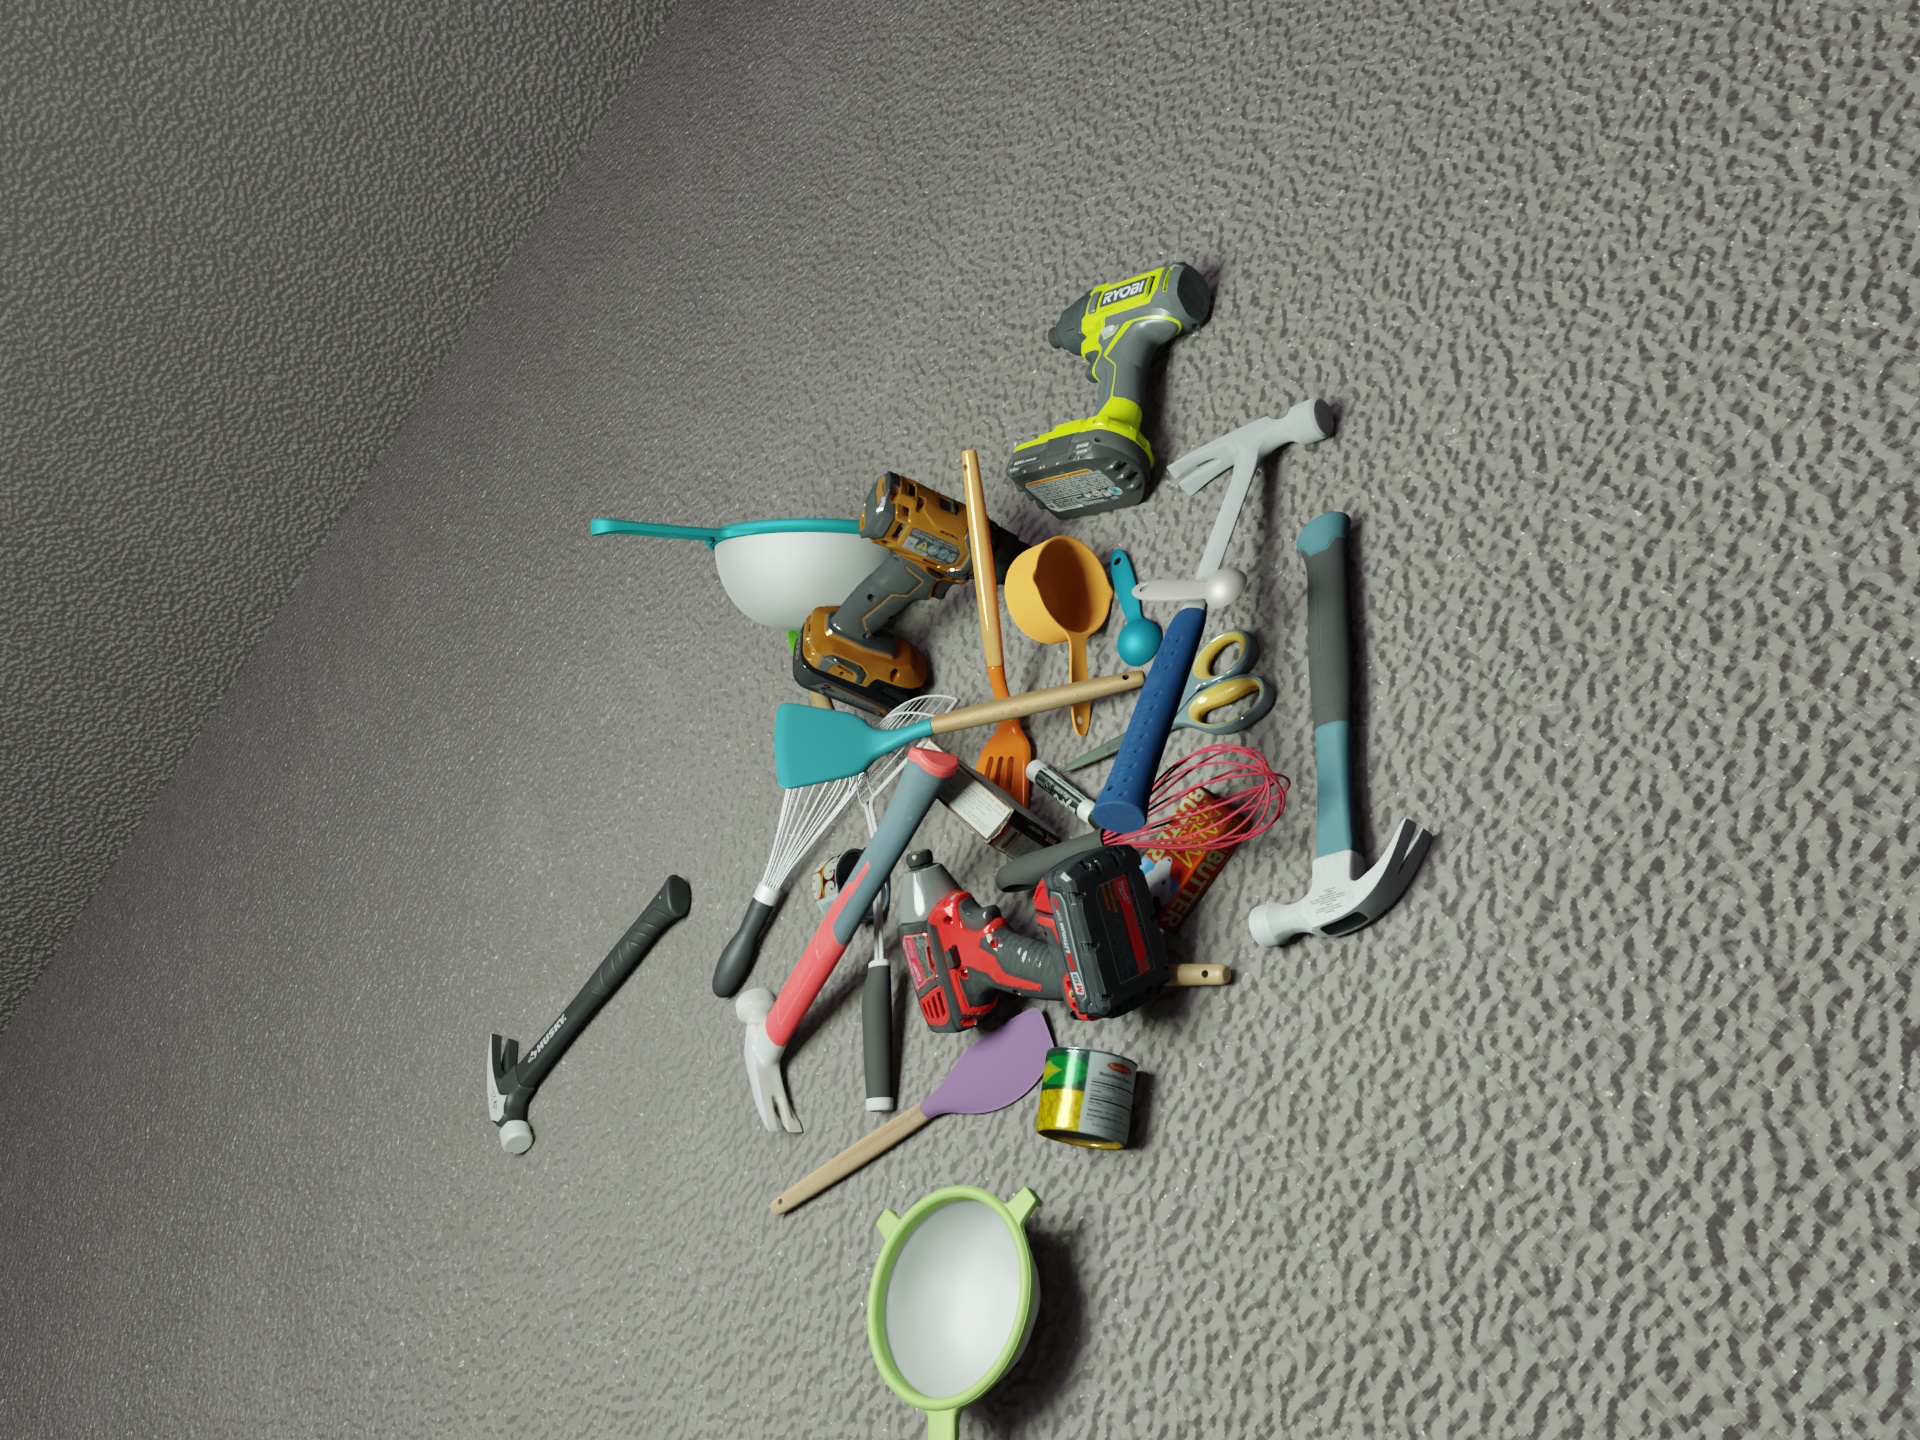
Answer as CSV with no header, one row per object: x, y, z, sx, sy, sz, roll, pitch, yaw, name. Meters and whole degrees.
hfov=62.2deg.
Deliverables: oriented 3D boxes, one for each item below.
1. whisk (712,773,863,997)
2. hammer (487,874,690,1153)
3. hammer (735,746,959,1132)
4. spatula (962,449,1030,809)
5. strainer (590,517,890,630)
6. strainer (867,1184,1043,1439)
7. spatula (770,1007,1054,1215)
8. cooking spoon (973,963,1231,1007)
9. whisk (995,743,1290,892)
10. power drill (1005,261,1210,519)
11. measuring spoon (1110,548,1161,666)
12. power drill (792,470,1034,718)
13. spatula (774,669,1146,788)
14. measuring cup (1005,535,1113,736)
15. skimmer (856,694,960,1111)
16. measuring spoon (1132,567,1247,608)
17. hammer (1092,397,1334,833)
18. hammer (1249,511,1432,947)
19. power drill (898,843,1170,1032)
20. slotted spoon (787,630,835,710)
-0.172,0.136,1.518,0.070,0.070,0.284,29,94,52,whisk
-0.395,0.292,1.682,0.334,0.035,0.146,-50,40,13,hammer
-0.094,0.178,1.321,0.386,0.038,0.143,-59,36,33,hammer
0.021,-0.070,1.363,0.081,0.041,0.322,-2,98,48,spatula
-0.194,-0.136,1.525,0.211,0.340,0.095,-5,86,52,strainer
0.007,0.457,1.097,0.151,0.069,0.257,-22,52,36,strainer
-0.044,0.327,1.279,0.316,0.018,0.060,-38,53,26,spatula
0.076,0.197,1.228,0.319,0.017,0.069,-10,68,45,cooking spoon
0.124,0.083,1.177,0.296,0.073,0.073,-28,48,46,whisk
0.126,-0.301,1.451,0.171,0.080,0.223,-6,59,46,power drill
0.139,-0.101,1.346,0.042,0.021,0.129,-35,46,29,measuring spoon
-0.035,-0.105,1.452,0.226,0.185,0.084,-55,24,35,power drill
-0.002,-0.004,1.325,0.317,0.044,0.082,-13,60,16,spatula
0.082,-0.068,1.357,0.052,0.095,0.174,-15,74,49,measuring cup
-0.042,0.151,1.373,0.127,0.090,0.363,133,138,-64,skimmer
0.164,-0.101,1.181,0.034,0.018,0.124,-55,28,-17,measuring spoon
0.174,-0.086,1.206,0.144,0.035,0.406,-15,40,44,hammer
0.264,-0.006,1.136,0.128,0.033,0.331,-22,52,40,hammer
0.039,0.157,1.184,0.220,0.078,0.143,-14,92,46,power drill
-0.133,-0.020,1.522,0.031,0.070,0.314,-19,25,-4,slotted spoon
